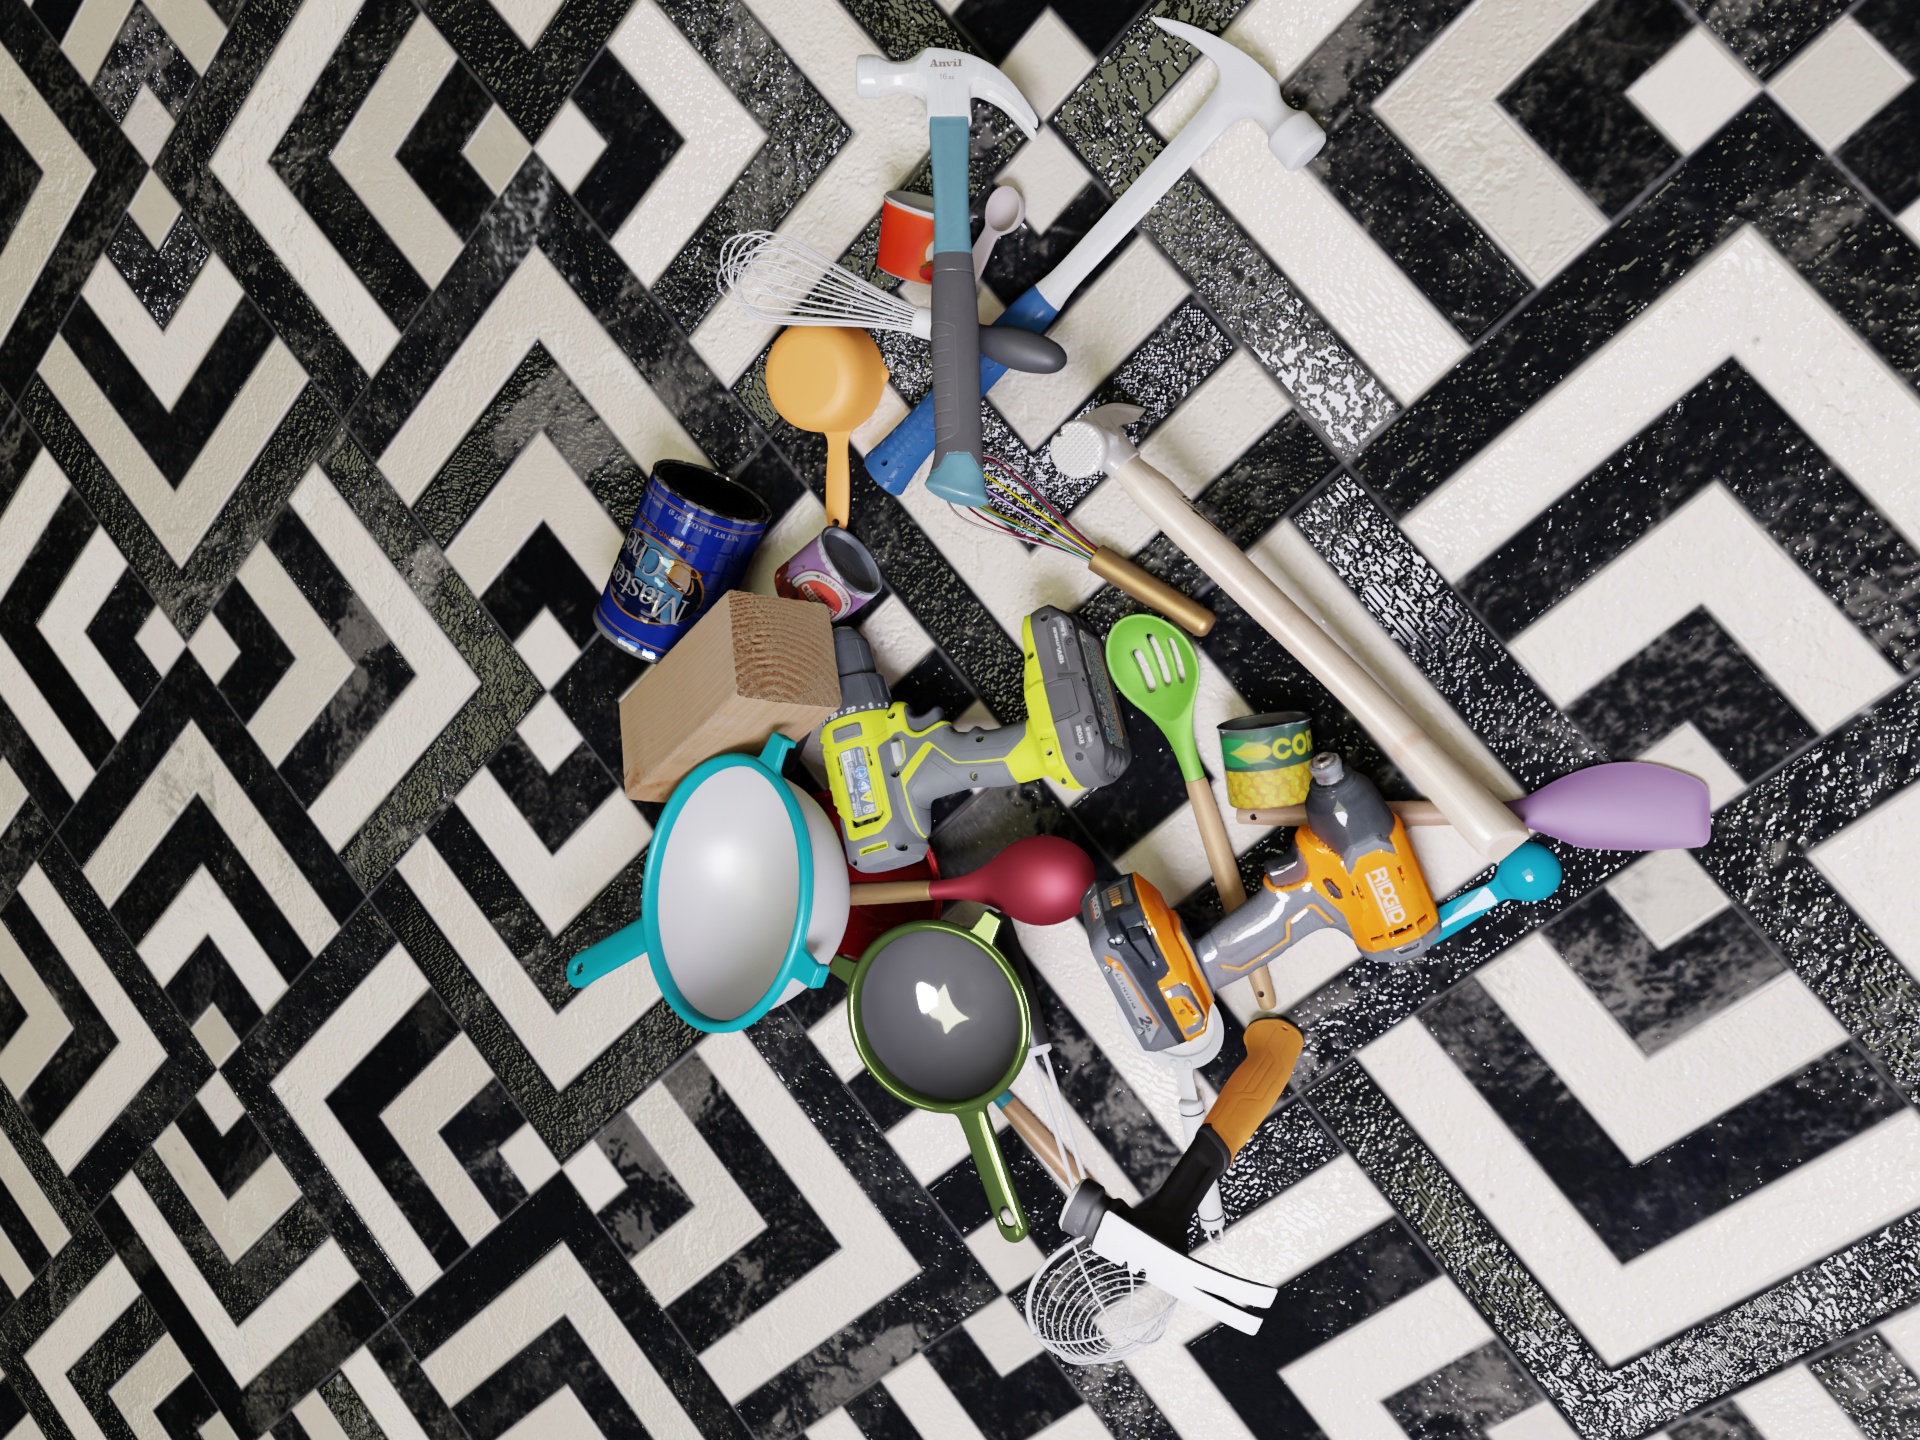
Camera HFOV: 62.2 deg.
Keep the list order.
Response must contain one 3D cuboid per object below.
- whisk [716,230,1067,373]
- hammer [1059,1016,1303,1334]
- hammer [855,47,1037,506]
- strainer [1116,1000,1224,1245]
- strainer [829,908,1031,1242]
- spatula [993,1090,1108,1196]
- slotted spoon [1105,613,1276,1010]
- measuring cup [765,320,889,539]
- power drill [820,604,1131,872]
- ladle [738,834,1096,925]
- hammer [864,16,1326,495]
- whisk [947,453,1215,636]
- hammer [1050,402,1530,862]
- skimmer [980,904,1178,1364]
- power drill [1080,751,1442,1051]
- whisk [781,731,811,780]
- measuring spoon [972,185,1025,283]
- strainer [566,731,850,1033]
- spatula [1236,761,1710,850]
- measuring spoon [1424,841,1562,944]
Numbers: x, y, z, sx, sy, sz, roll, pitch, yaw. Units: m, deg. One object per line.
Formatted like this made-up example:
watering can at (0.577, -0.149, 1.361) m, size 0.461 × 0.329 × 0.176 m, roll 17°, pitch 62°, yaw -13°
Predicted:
whisk at (-0.054, -0.300, 1.173) m, size 0.285 × 0.070 × 0.070 m, roll 20°, pitch 108°, yaw 16°
hammer at (0.181, 0.276, 1.049) m, size 0.127 × 0.337 × 0.034 m, roll 25°, pitch 111°, yaw 18°
hammer at (-0.006, -0.313, 1.118) m, size 0.128 × 0.033 × 0.331 m, roll -2°, pitch 83°, yaw 0°
strainer at (0.175, 0.288, 1.223) m, size 0.087 × 0.050 × 0.258 m, roll -4°, pitch 104°, yaw 32°
strainer at (0.010, 0.271, 1.231) m, size 0.151 × 0.069 × 0.256 m, roll -20°, pitch 90°, yaw 22°
spatula at (0.054, 0.332, 1.287) m, size 0.082 × 0.044 × 0.317 m, roll -45°, pitch 80°, yaw -1°
slotted spoon at (0.181, 0.068, 1.185) m, size 0.070 × 0.031 × 0.314 m, roll -16°, pitch 95°, yaw 33°
measuring cup at (-0.109, -0.228, 1.252) m, size 0.095 × 0.052 × 0.173 m, roll 4°, pitch 100°, yaw 25°
power drill at (-0.002, -0.004, 1.205) m, size 0.228 × 0.080 × 0.191 m, roll -18°, pitch 75°, yaw 19°
ladle at (-0.044, 0.132, 1.244) m, size 0.315 × 0.031 × 0.069 m, roll -6°, pitch 95°, yaw 28°
hammer at (0.067, -0.321, 1.159) m, size 0.405 × 0.035 × 0.144 m, roll -43°, pitch 81°, yaw 26°
whisk at (0.083, -0.133, 1.190) m, size 0.245 × 0.051 × 0.047 m, roll 33°, pitch 133°, yaw 12°
hammer at (0.232, -0.064, 1.092) m, size 0.410 × 0.146 × 0.038 m, roll 45°, pitch 116°, yaw 4°
skimmer at (0.075, 0.323, 1.261) m, size 0.127 × 0.090 × 0.363 m, roll -15°, pitch 76°, yaw -8°
power drill at (0.202, 0.122, 1.101) m, size 0.226 × 0.084 × 0.164 m, roll -24°, pitch 115°, yaw 8°
whisk at (-0.151, 0.035, 1.331) m, size 0.055 × 0.055 × 0.239 m, roll 30°, pitch 107°, yaw 18°
measuring spoon at (0.016, -0.342, 1.194) m, size 0.034 × 0.018 × 0.124 m, roll 50°, pitch 125°, yaw 30°
strainer at (-0.193, 0.158, 1.272) m, size 0.340 × 0.095 × 0.211 m, roll -30°, pitch 62°, yaw 41°
spatula at (0.347, 0.062, 1.107) m, size 0.316 × 0.018 × 0.060 m, roll -3°, pitch 94°, yaw 25°
measuring spoon at (0.359, 0.130, 1.111) m, size 0.128 × 0.021 × 0.042 m, roll -38°, pitch 82°, yaw 26°
